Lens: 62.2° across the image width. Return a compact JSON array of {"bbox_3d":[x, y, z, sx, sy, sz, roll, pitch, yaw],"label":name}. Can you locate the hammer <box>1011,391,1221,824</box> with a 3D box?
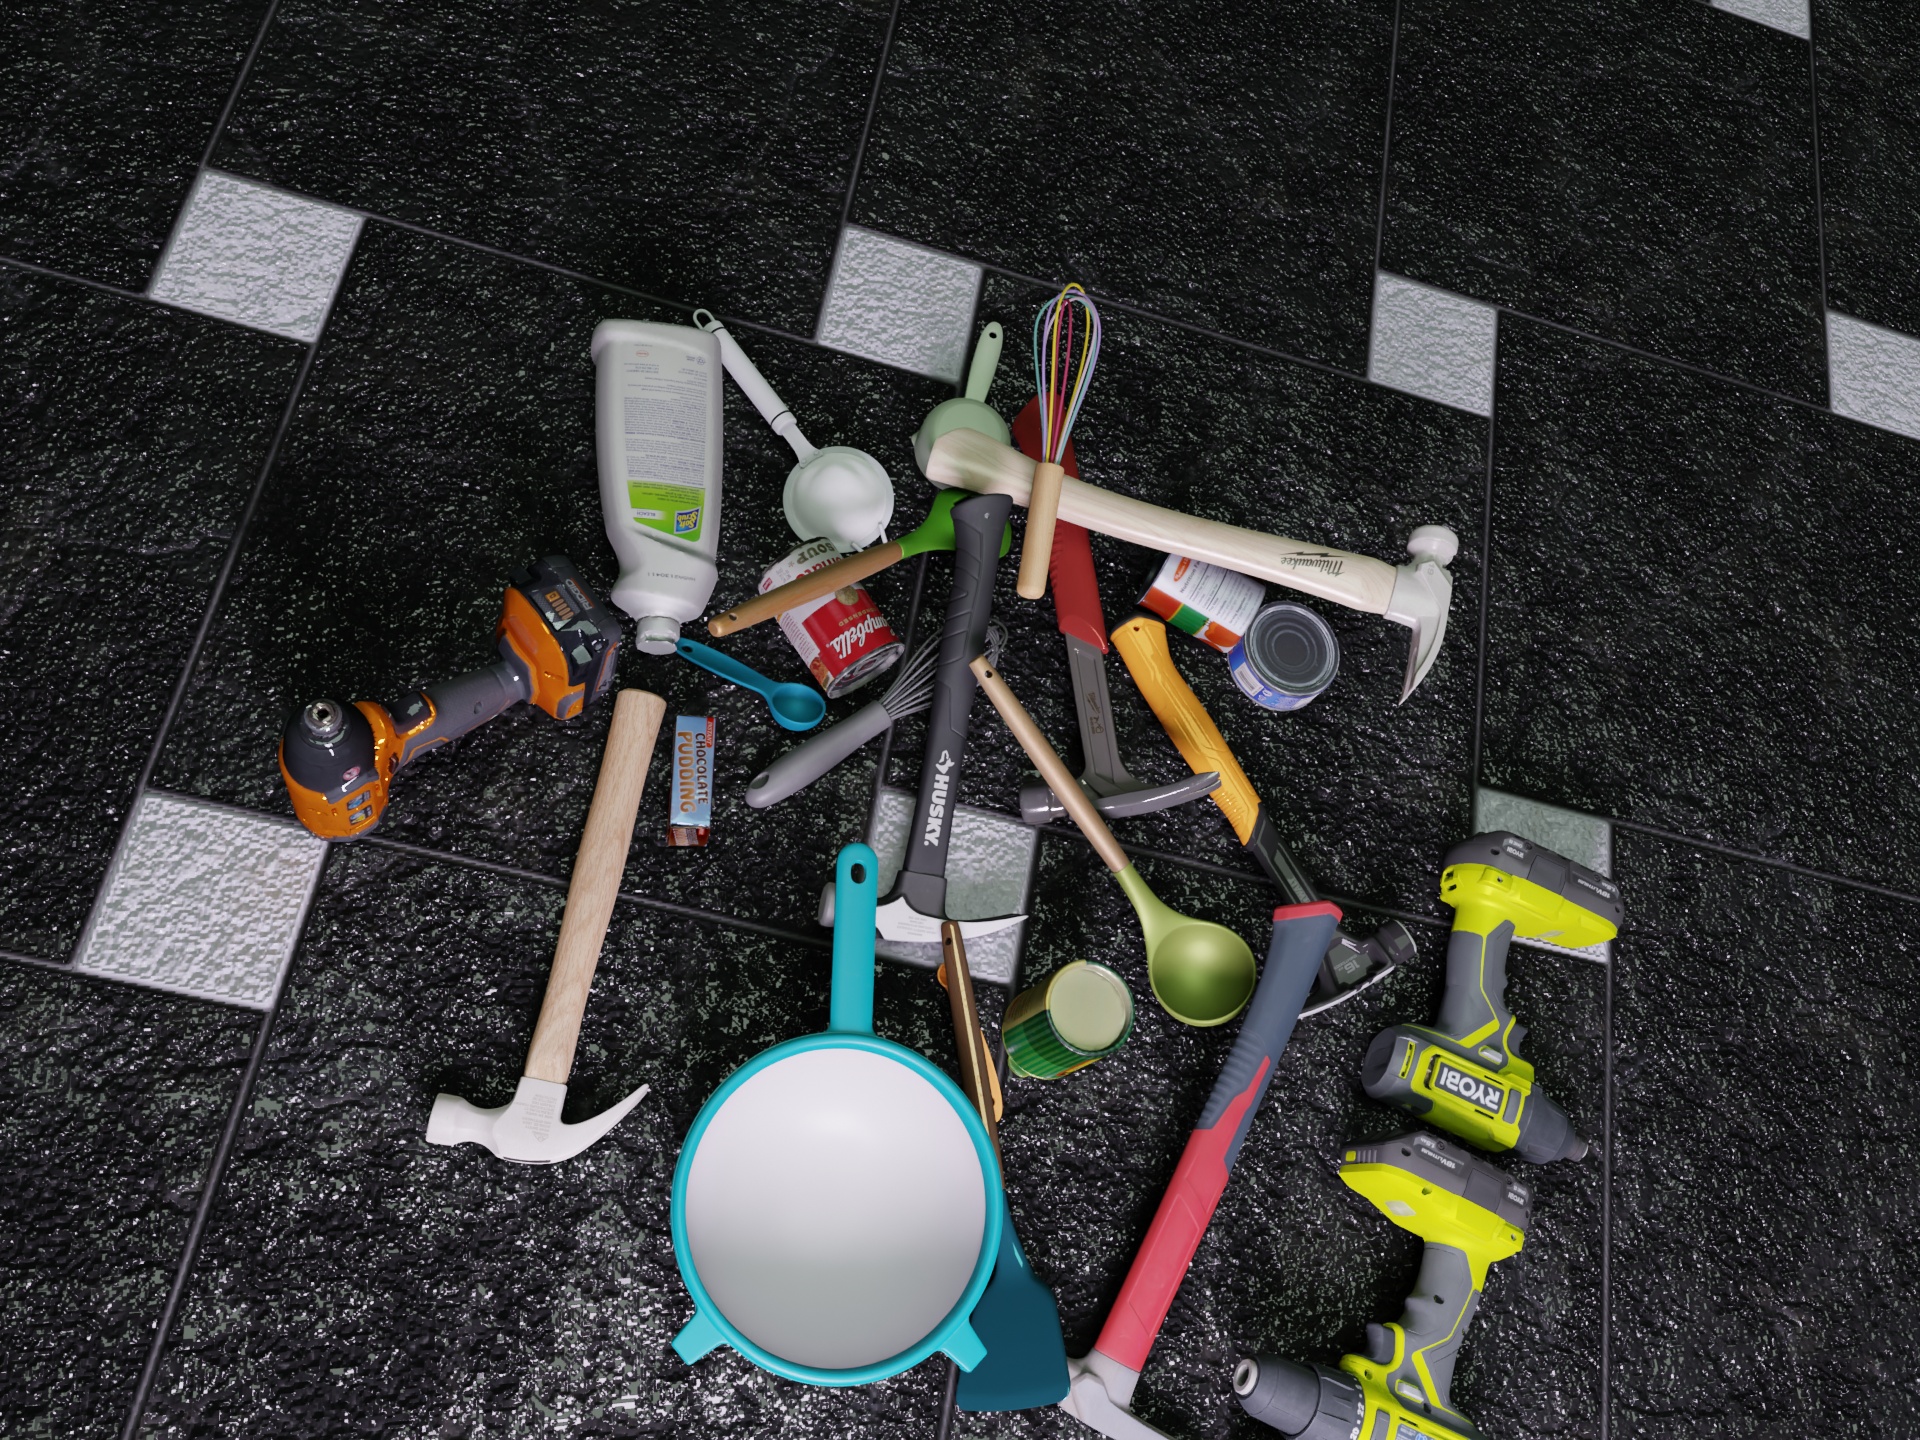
[{"bbox_3d":[0.100,-0.098,1.239,0.149,0.036,0.359,-10,68,8],"label":"hammer"}]

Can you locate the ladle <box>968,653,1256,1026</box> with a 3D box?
[{"bbox_3d":[0.105,0.085,1.140,0.078,0.062,0.320,-37,99,-14],"label":"ladle"}]

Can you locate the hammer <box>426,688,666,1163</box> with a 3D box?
[{"bbox_3d":[-0.252,0.133,1.083,0.130,0.031,0.331,14,67,-9],"label":"hammer"}]

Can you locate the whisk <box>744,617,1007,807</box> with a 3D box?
[{"bbox_3d":[-0.061,-0.007,1.180,0.239,0.055,0.055,-35,82,-18],"label":"whisk"}]

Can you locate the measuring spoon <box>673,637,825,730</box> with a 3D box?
[{"bbox_3d":[-0.160,-0.026,1.177,0.128,0.021,0.042,27,41,6],"label":"measuring spoon"}]

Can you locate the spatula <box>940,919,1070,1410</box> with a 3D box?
[{"bbox_3d":[0.015,0.291,1.072,0.082,0.044,0.318,-16,76,24],"label":"spatula"}]

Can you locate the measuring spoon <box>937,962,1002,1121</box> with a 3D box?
[{"bbox_3d":[0.006,0.228,1.129,0.021,0.011,0.117,-13,78,-20],"label":"measuring spoon"}]

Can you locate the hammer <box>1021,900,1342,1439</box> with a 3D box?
[{"bbox_3d":[0.185,0.304,1.093,0.143,0.038,0.386,29,77,-4],"label":"hammer"}]

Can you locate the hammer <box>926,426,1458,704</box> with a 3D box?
[{"bbox_3d":[0.171,-0.135,1.216,0.410,0.038,0.146,17,64,3],"label":"hammer"}]

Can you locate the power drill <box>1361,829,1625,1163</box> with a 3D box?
[{"bbox_3d":[0.416,0.213,1.207,0.171,0.080,0.223,25,70,-4],"label":"power drill"}]

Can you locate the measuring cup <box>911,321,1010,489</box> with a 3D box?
[{"bbox_3d":[0.014,-0.264,1.296,0.083,0.038,0.168,17,69,-8],"label":"measuring cup"}]

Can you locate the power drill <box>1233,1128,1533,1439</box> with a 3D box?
[{"bbox_3d":[0.294,0.404,1.089,0.190,0.080,0.229,29,65,-12],"label":"power drill"}]

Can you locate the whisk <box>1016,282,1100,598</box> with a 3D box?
[{"bbox_3d":[0.067,-0.212,1.191,0.051,0.047,0.245,9,81,3],"label":"whisk"}]

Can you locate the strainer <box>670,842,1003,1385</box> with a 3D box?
[{"bbox_3d":[-0.084,0.255,1.049,0.211,0.095,0.341,8,66,-15],"label":"strainer"}]

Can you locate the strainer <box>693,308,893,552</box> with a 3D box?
[{"bbox_3d":[-0.135,-0.227,1.246,0.087,0.050,0.258,-36,78,-9],"label":"strainer"}]

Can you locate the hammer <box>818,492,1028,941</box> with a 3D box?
[{"bbox_3d":[-0.002,-0.004,1.154,0.146,0.035,0.335,11,83,-12],"label":"hammer"}]

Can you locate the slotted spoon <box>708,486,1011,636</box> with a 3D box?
[{"bbox_3d":[-0.063,-0.116,1.167,0.314,0.031,0.070,-29,79,-43],"label":"slotted spoon"}]

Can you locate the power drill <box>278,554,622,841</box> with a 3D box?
[{"bbox_3d":[-0.338,-0.016,1.046,0.226,0.164,0.084,-35,81,-25],"label":"power drill"}]

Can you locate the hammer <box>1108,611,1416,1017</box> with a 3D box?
[{"bbox_3d":[0.206,0.065,1.222,0.127,0.034,0.337,-28,76,-12],"label":"hammer"}]
